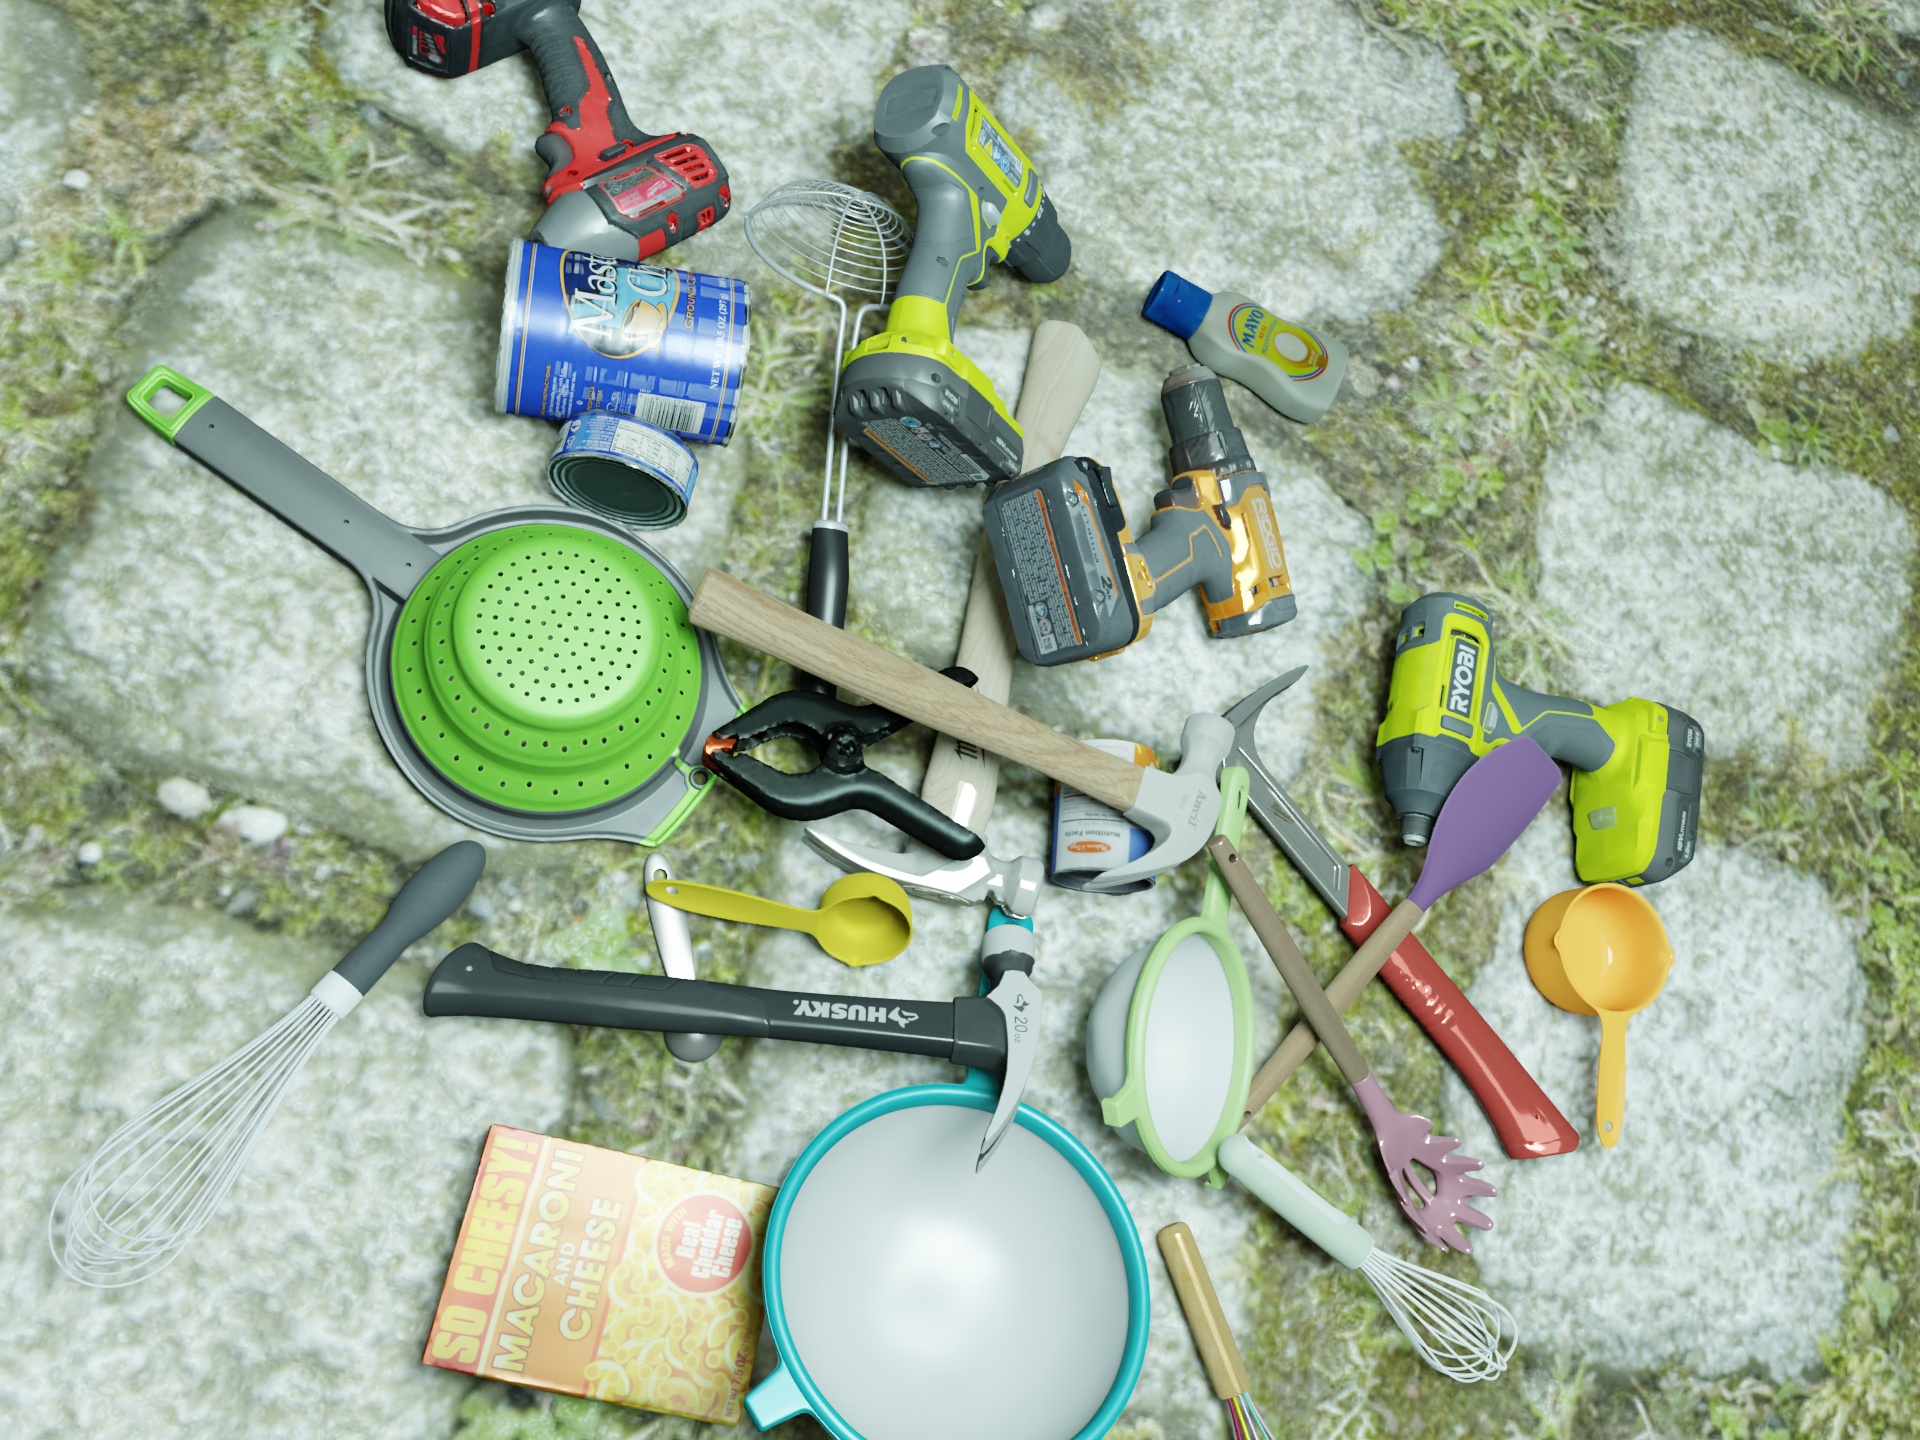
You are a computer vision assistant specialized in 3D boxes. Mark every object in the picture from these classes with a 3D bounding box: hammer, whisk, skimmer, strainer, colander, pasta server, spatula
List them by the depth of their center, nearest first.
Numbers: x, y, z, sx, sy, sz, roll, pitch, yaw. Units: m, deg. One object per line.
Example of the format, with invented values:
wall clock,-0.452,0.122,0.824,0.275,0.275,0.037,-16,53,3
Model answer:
whisk,-0.348,0.169,0.829,0.070,0.070,0.285,41,63,-3
hammer,-0.121,0.164,0.871,0.334,0.035,0.146,6,44,-5
colander,-0.296,-0.086,0.894,0.397,0.094,0.204,36,67,-6
strainer,-0.002,0.265,0.903,0.211,0.095,0.341,17,49,-8
hammer,-0.001,-0.003,0.925,0.331,0.031,0.130,24,63,-7
whisk,0.170,0.417,0.936,0.047,0.051,0.245,-9,73,-42
whisk,0.246,0.323,0.959,0.246,0.058,0.059,40,103,-15
strainer,0.127,0.145,0.969,0.151,0.069,0.256,41,55,-46
pasta server,0.237,0.199,0.976,0.060,0.040,0.316,-39,106,-22
spatula,0.270,0.135,1.008,0.059,0.018,0.316,43,84,-15
hammer,0.015,-0.084,1.024,0.146,0.038,0.411,15,69,-5
skimmer,-0.088,-0.178,1.025,0.127,0.090,0.363,7,83,-24
hammer,0.285,0.138,1.051,0.149,0.036,0.359,-39,89,-23

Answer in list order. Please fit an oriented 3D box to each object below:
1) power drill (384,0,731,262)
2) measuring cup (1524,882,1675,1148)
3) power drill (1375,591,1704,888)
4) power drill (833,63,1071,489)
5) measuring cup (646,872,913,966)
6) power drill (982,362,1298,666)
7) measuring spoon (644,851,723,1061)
power drill,-0.260,-0.384,1.005,0.143,0.078,0.219,-35,90,-23
measuring cup,0.424,0.198,1.073,0.095,0.052,0.174,9,78,-15
power drill,0.388,0.029,1.083,0.223,0.080,0.171,20,70,-16
power drill,0.005,-0.268,1.011,0.190,0.080,0.229,31,64,-54
measuring cup,-0.104,0.105,0.931,0.156,0.062,0.029,12,37,-7
power drill,0.120,-0.134,1.015,0.226,0.084,0.185,-15,89,-43
measuring spoon,-0.163,0.135,0.916,0.034,0.018,0.124,-11,78,-20
